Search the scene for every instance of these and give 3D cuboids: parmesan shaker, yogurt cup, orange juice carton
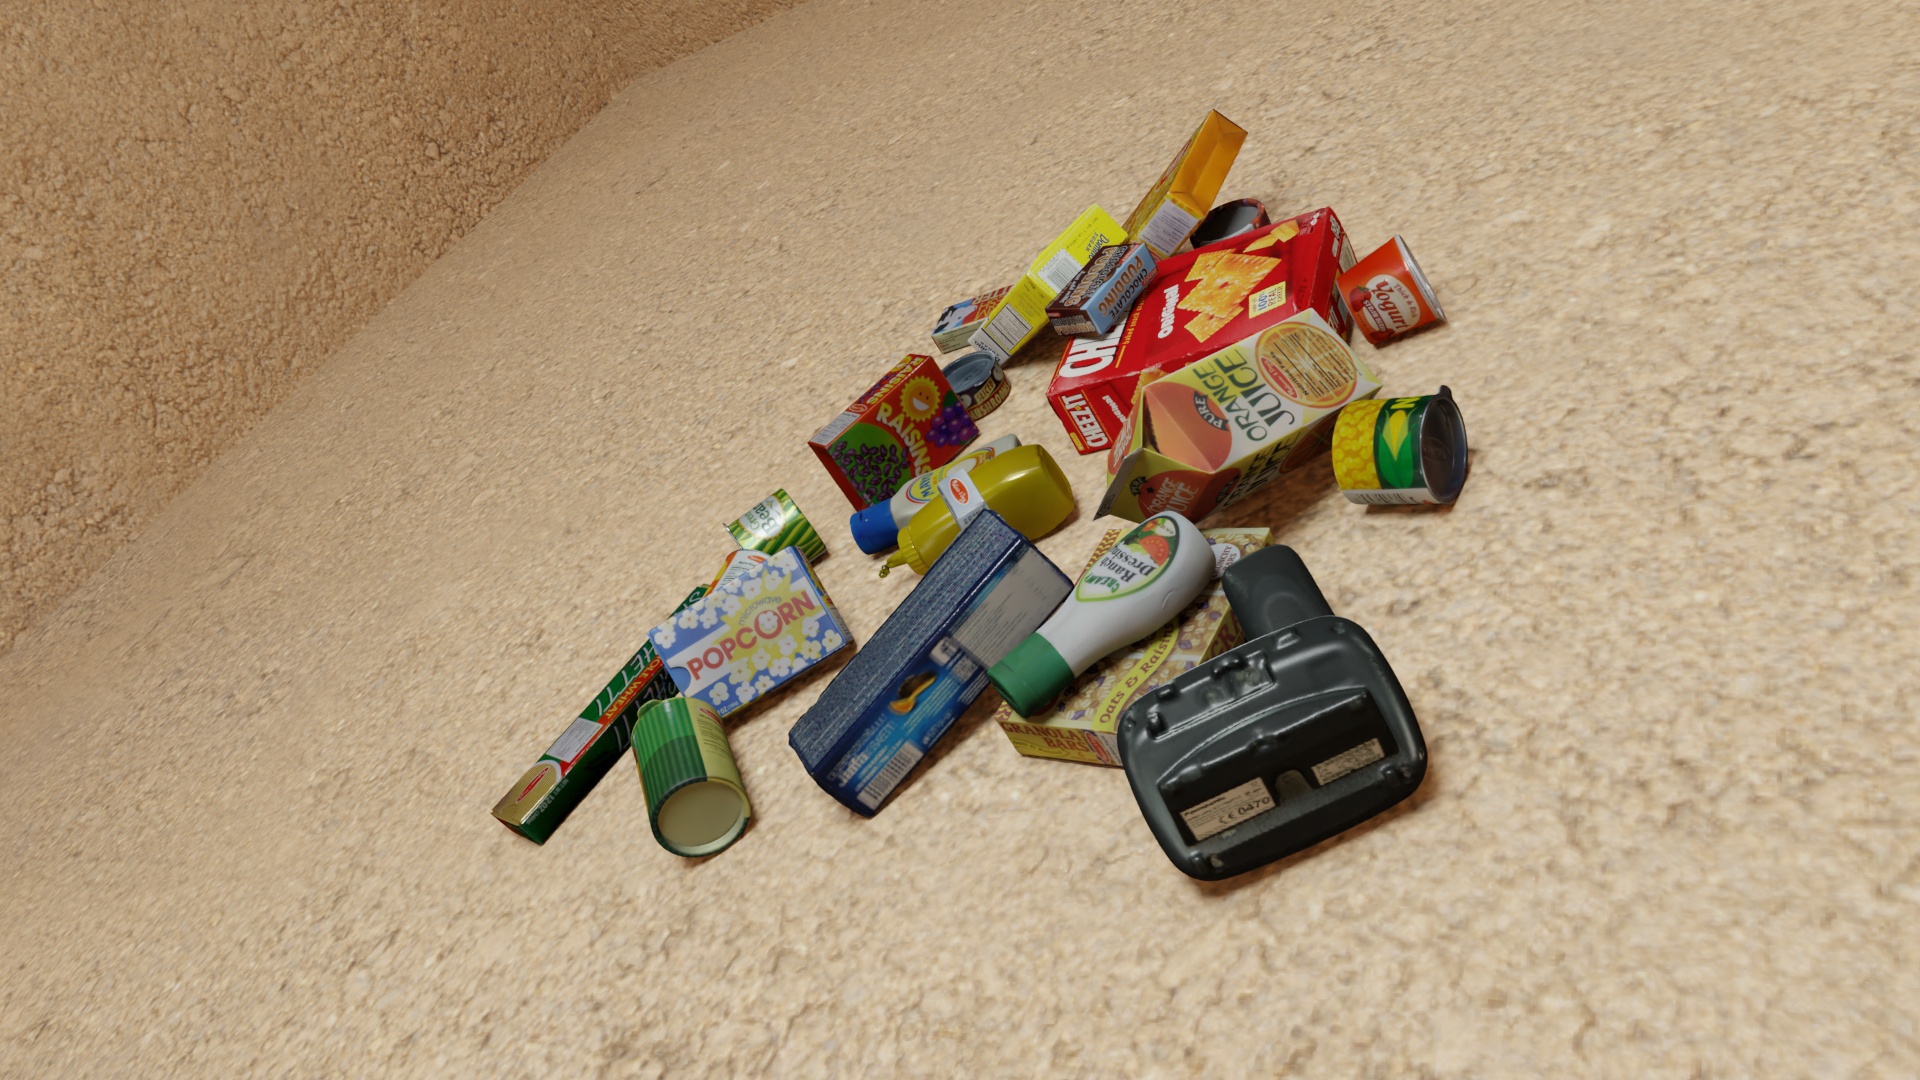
[{"bbox_3d":[-0.188,0.160,0.951,0.071,0.071,0.103,-34,30,-2],"label":"parmesan shaker"},{"bbox_3d":[0.304,-0.176,0.990,0.054,0.072,0.073,-29,30,23],"label":"yogurt cup"},{"bbox_3d":[0.165,-0.069,0.876,0.193,0.071,0.073,-27,69,-26],"label":"orange juice carton"}]

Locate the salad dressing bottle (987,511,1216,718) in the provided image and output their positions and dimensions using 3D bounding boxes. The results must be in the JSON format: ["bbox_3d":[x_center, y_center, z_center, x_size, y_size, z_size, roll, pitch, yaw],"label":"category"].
[{"bbox_3d":[0.082,0.044,0.816,0.148,0.044,0.064,-40,33,-11],"label":"salad dressing bottle"}]

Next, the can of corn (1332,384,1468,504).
[{"bbox_3d":[0.267,-0.057,0.846,0.058,0.071,0.071,-1,43,43],"label":"can of corn"}]

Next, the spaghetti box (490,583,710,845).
[{"bbox_3d":[-0.266,0.132,1.104,0.050,0.028,0.251,6,47,47],"label":"spaghetti box"}]

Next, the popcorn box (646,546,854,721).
[{"bbox_3d":[-0.154,0.071,1.030,0.127,0.085,0.038,-31,-5,3],"label":"popcorn box"}]

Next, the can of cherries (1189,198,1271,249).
[{"bbox_3d":[0.231,-0.244,1.157,0.071,0.058,0.072,-23,32,16],"label":"can of cherries"}]

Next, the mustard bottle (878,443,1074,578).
[{"bbox_3d":[0.004,-0.013,1.033,0.160,0.065,0.049,-27,35,17],"label":"mustard bottle"}]

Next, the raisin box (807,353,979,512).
[{"bbox_3d":[-0.055,-0.087,1.167,0.124,0.086,0.040,-43,27,-17],"label":"raisin box"}]

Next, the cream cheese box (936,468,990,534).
[{"bbox_3d":[0.022,0.006,0.948,0.024,0.103,0.053,-30,31,1],"label":"cream cheese box"}]

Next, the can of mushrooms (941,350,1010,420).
[{"bbox_3d":[0.010,-0.135,1.229,0.071,0.033,0.071,-23,31,15],"label":"can of mushrooms"}]

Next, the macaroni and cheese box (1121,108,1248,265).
[{"bbox_3d":[0.170,-0.270,1.188,0.124,0.040,0.165,-61,7,-34],"label":"macaroni and cheese box"}]

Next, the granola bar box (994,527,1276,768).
[{"bbox_3d":[0.112,0.063,0.847,0.124,0.039,0.166,0,44,42],"label":"granola bar box"}]

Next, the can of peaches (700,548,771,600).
[{"bbox_3d":[-0.168,0.052,1.097,0.071,0.071,0.058,-10,38,34],"label":"can of peaches"}]

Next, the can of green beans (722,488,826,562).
[{"bbox_3d":[-0.153,-0.001,1.155,0.058,0.071,0.071,-37,31,-7],"label":"can of green beans"}]

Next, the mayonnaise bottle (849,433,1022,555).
[{"bbox_3d":[-0.015,-0.032,1.096,0.148,0.041,0.065,-23,34,15],"label":"mayonnaise bottle"}]

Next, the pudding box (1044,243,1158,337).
[{"bbox_3d":[0.111,-0.196,1.089,0.049,0.030,0.084,12,54,51],"label":"pudding box"}]

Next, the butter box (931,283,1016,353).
[{"bbox_3d":[0.026,-0.217,1.340,0.103,0.024,0.053,-14,36,30],"label":"butter box"}]
